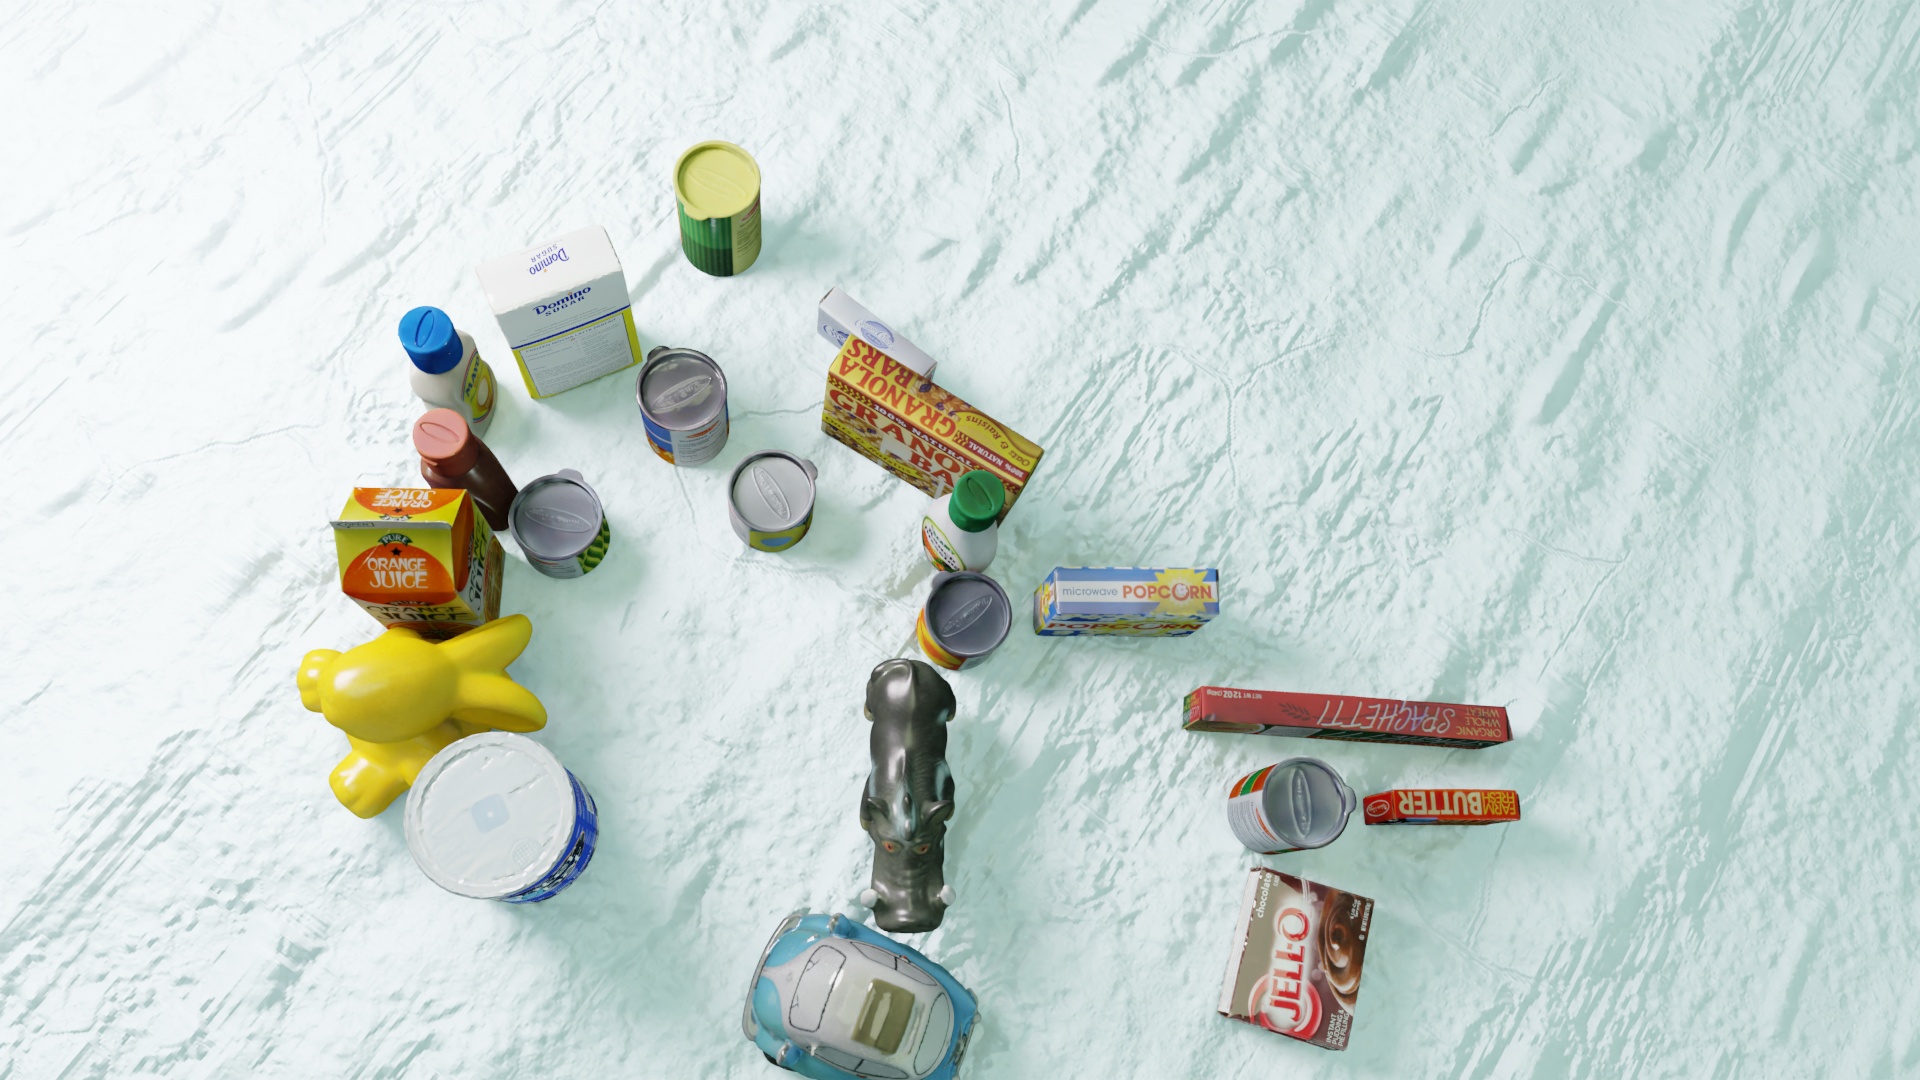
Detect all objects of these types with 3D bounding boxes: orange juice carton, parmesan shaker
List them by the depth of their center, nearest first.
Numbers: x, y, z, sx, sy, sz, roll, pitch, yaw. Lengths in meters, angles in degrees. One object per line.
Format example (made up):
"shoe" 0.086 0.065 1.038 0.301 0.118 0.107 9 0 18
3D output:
"orange juice carton" -0.364 0.014 0.943 0.072 0.192 0.073 2 74 -8
"parmesan shaker" -0.192 -0.258 1.096 0.071 0.102 0.071 2 74 -8

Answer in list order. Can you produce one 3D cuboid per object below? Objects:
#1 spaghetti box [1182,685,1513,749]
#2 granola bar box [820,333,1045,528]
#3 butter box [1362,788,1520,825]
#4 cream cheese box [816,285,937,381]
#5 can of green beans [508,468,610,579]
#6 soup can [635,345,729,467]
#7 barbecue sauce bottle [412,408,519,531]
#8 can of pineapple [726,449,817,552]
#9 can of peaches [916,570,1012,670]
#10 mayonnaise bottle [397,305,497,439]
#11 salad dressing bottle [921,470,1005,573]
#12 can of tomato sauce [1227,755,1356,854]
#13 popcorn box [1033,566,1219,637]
"spaghetti box" 0.299 0.138 1.076 0.250 0.050 0.029 5 73 -7
"granola bar box" -0.026 -0.077 1.055 0.165 0.124 0.039 31 72 2
"butter box" 0.368 0.205 1.065 0.103 0.053 0.024 2 74 -8
"cream cheese box" -0.068 -0.155 1.110 0.104 0.053 0.024 37 72 4
"can of green beans" -0.296 -0.009 1.030 0.071 0.057 0.071 2 73 -8
"soup can" -0.211 -0.102 1.057 0.071 0.083 0.071 2 73 -8
"barbecue sauce bottle" -0.354 -0.050 0.987 0.065 0.148 0.044 25 72 0
"can of pineapple" -0.142 -0.030 1.059 0.071 0.057 0.071 2 73 -8
"can of peaches" 0.000 0.060 1.053 0.071 0.058 0.071 2 73 -8
"mayonnaise bottle" -0.371 -0.122 1.006 0.041 0.147 0.065 12 73 -5
"salad dressing bottle" 0.004 -0.013 1.028 0.044 0.147 0.064 -34 81 -16
"can of tomato sauce" 0.244 0.198 1.033 0.071 0.083 0.071 2 73 -8
"popcorn box" 0.125 0.048 1.060 0.127 0.085 0.038 1 74 -8
